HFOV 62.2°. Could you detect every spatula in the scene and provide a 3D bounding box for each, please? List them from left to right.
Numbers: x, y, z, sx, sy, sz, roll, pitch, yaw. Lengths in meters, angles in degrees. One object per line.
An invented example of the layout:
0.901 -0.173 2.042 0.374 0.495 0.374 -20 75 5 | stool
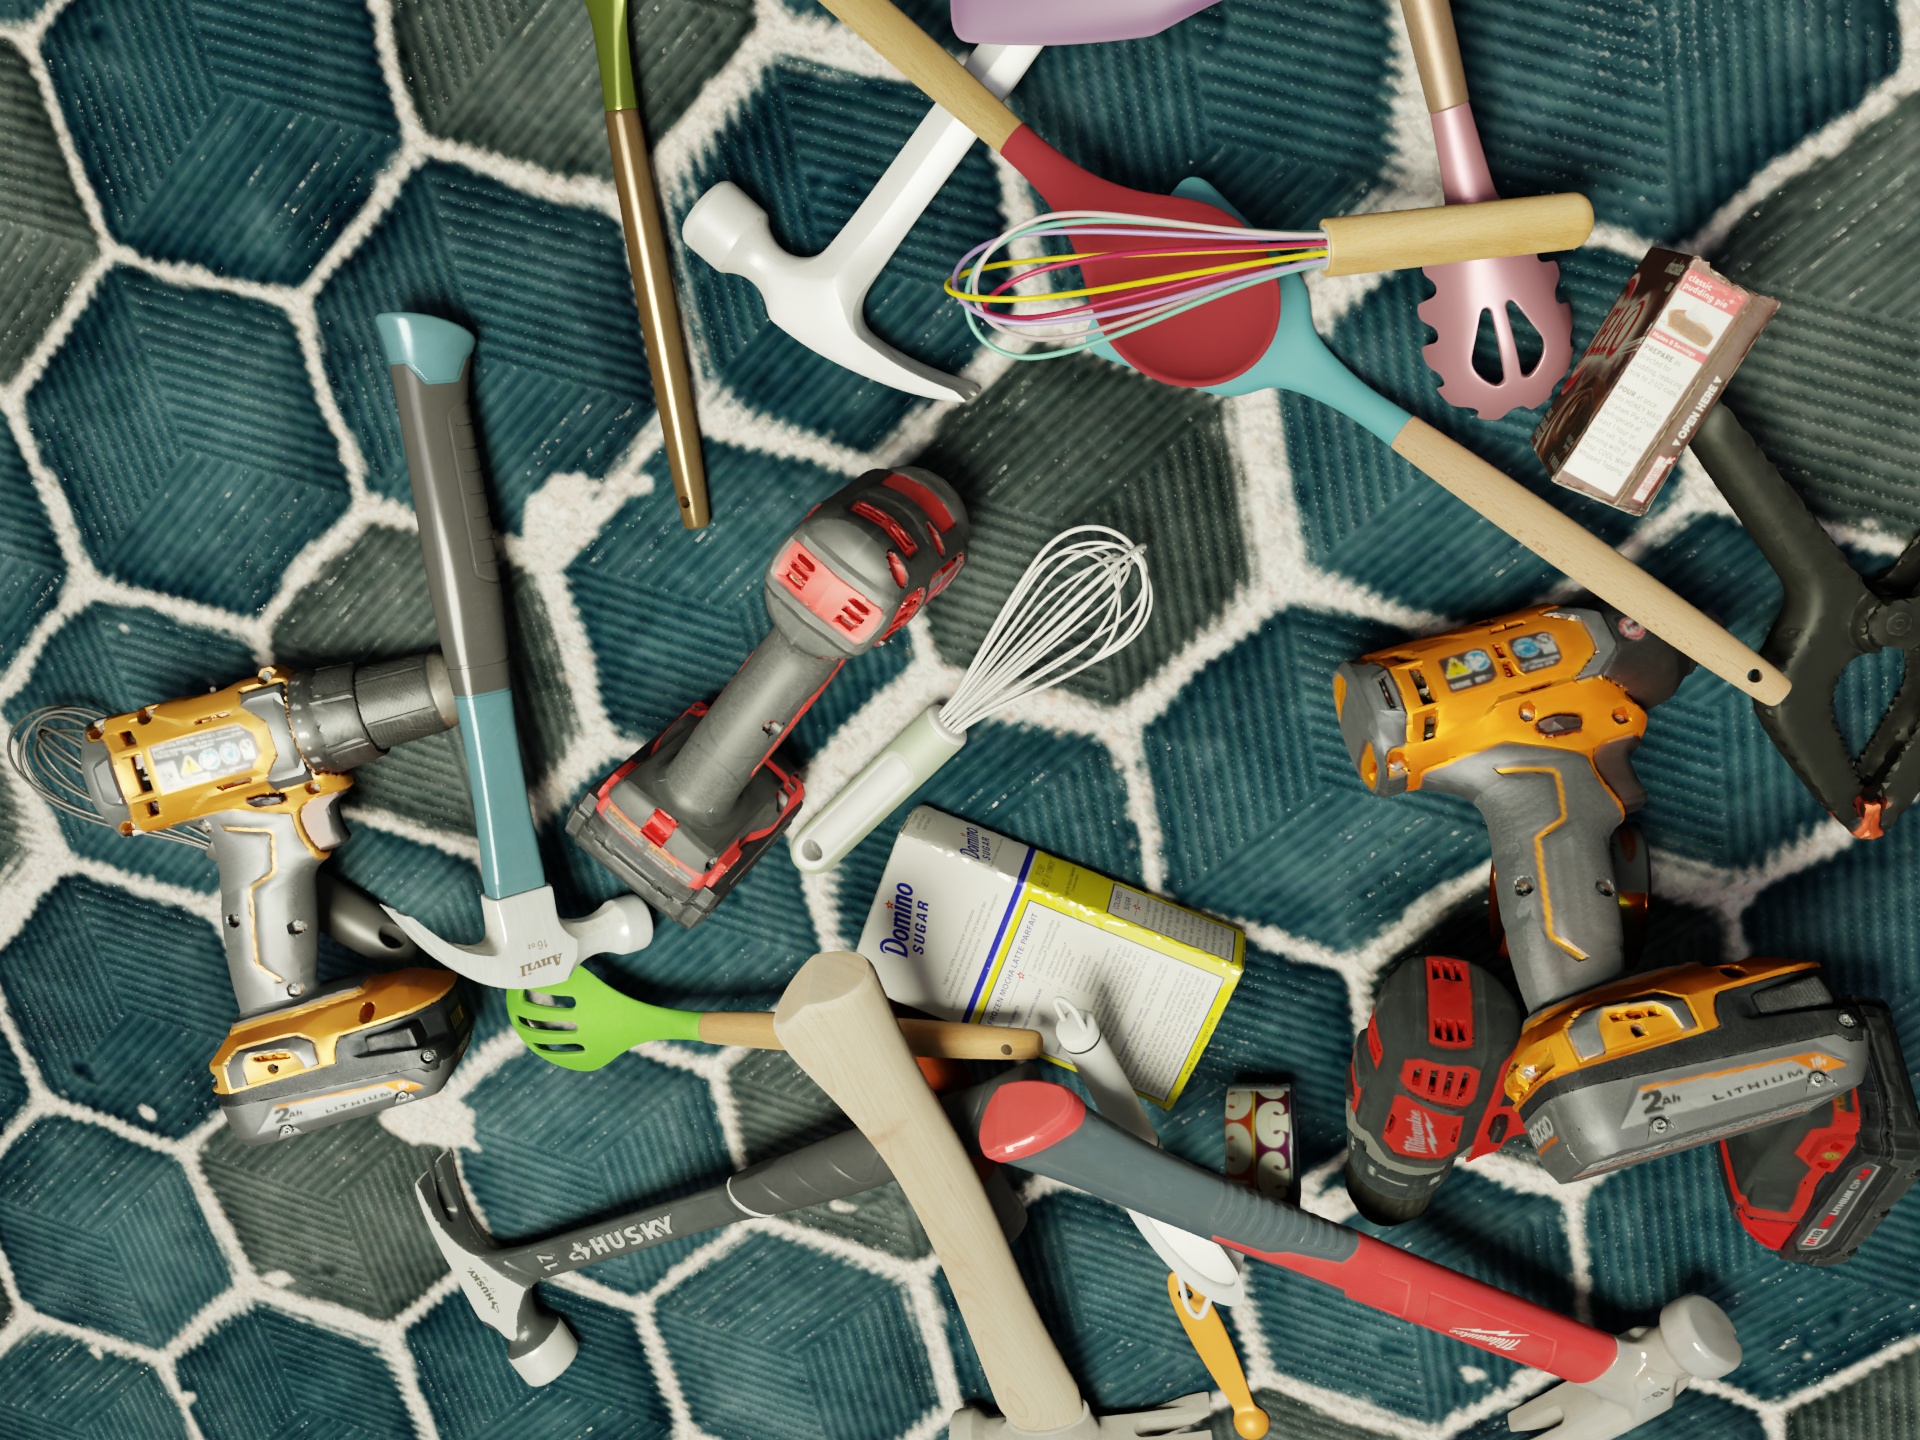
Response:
0.146 -0.281 0.578 0.316 0.018 0.059 6 113 17 | spatula
0.201 -0.103 0.653 0.317 0.044 0.082 37 109 10 | spatula

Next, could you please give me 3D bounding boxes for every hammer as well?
-0.231 -0.028 0.767 0.033 0.128 0.331 8 108 49 | hammer
-0.127 0.252 0.845 0.409 0.036 0.149 -25 103 27 | hammer
0.015 0.257 0.774 0.146 0.038 0.410 -12 128 12 | hammer
0.057 -0.307 0.629 0.144 0.035 0.405 40 112 -5 | hammer
0.174 0.263 0.752 0.386 0.038 0.143 26 127 -16 | hammer

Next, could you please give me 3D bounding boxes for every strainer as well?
0.094 0.212 0.777 0.087 0.050 0.258 26 152 46 | strainer

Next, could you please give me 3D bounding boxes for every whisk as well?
-0.398 0.066 0.854 0.239 0.055 0.055 32 113 -6 | whisk
-0.001 -0.002 0.749 0.058 0.059 0.246 49 117 4 | whisk
0.116 -0.173 0.597 0.245 0.047 0.051 -7 92 -1 | whisk

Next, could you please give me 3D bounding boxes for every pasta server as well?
0.179 -0.262 0.608 0.060 0.040 0.316 -15 110 16 | pasta server

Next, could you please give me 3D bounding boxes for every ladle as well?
-0.149 -0.235 0.687 0.078 0.062 0.320 6 115 29 | ladle
-0.001 -0.247 0.629 0.315 0.031 0.069 41 101 -3 | ladle

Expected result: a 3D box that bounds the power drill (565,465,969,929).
-0.075 -0.020 0.713 0.078 0.143 0.219 39 119 0 | power drill

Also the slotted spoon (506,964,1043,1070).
-0.107 0.154 0.804 0.314 0.031 0.070 -1 107 23 | slotted spoon

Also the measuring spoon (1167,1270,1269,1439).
0.140 0.349 0.869 0.021 0.011 0.117 -22 105 18 | measuring spoon

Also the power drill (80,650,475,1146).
-0.315 0.081 0.807 0.185 0.084 0.226 -16 98 -3 | power drill

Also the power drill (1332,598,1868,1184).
0.266 0.053 0.644 0.164 0.084 0.227 -17 64 1 | power drill

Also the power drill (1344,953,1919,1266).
0.289 0.188 0.730 0.226 0.080 0.187 5 137 8 | power drill
